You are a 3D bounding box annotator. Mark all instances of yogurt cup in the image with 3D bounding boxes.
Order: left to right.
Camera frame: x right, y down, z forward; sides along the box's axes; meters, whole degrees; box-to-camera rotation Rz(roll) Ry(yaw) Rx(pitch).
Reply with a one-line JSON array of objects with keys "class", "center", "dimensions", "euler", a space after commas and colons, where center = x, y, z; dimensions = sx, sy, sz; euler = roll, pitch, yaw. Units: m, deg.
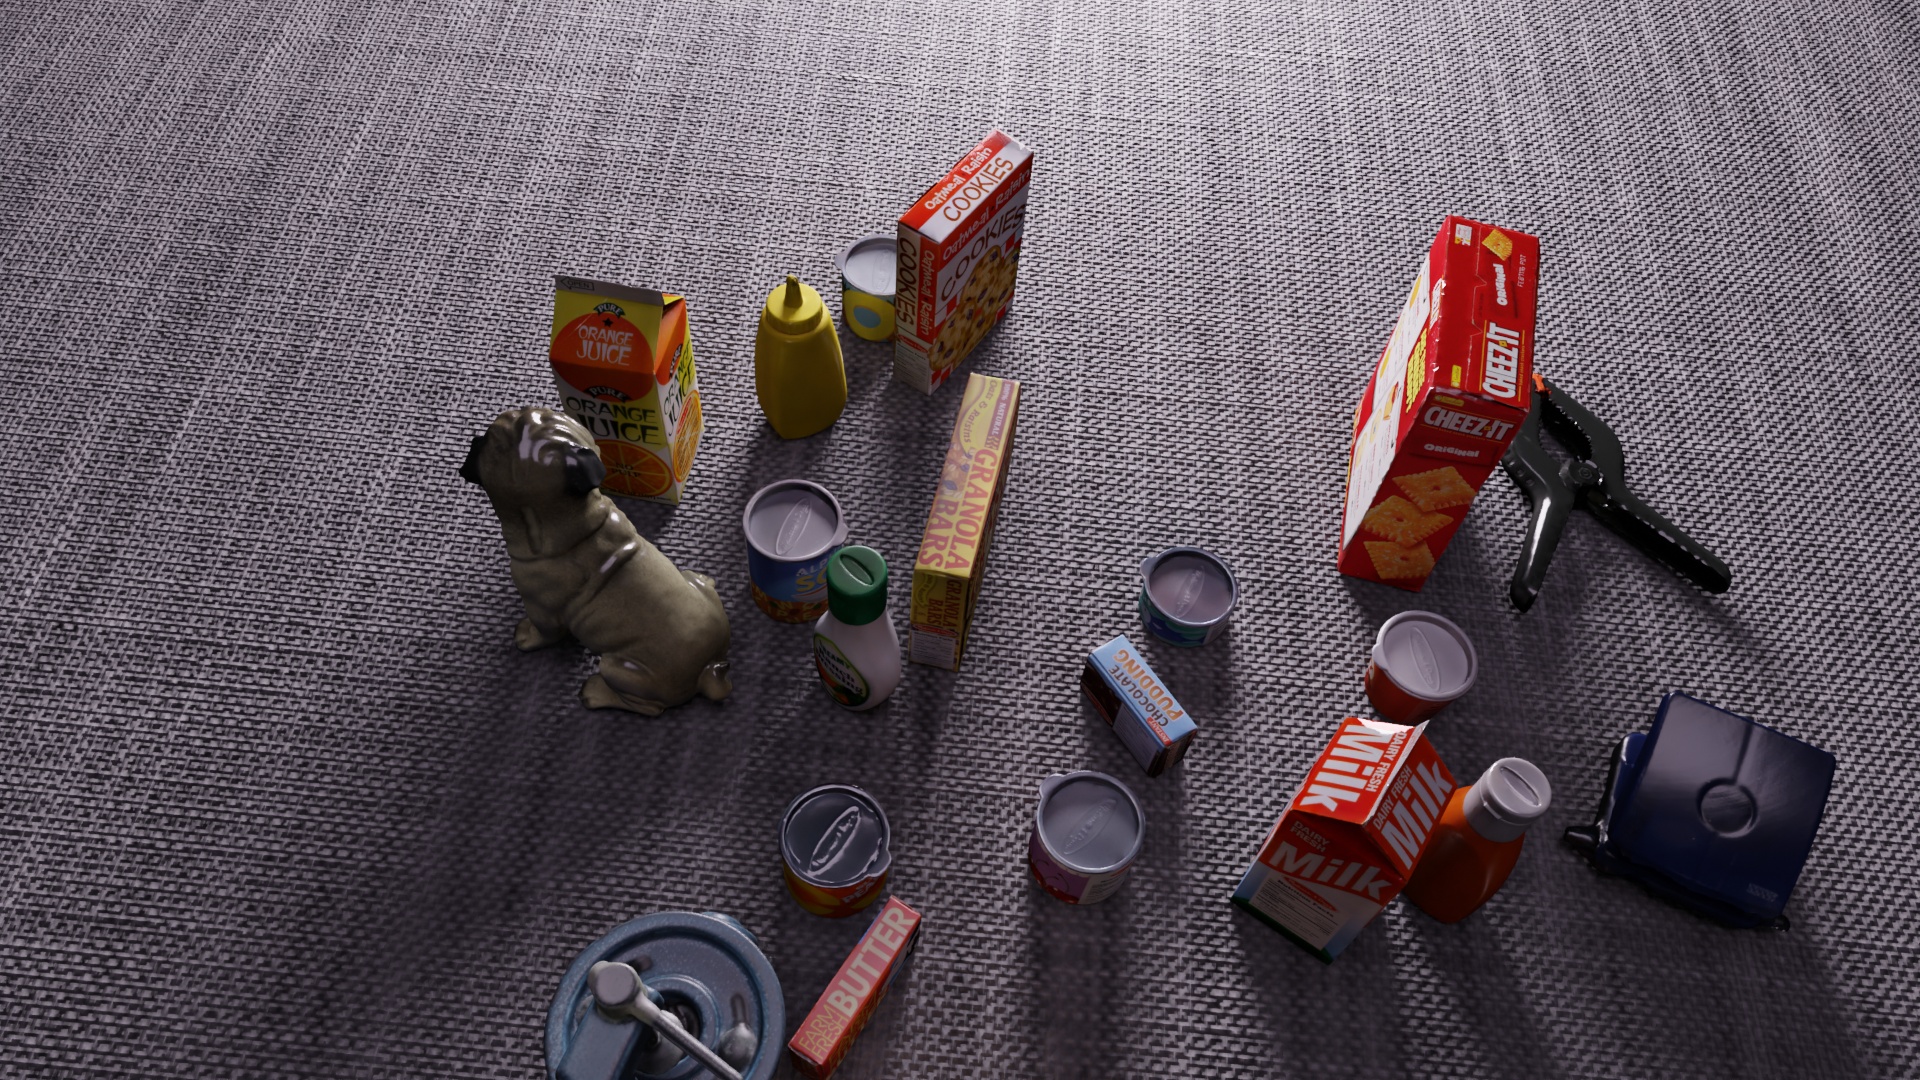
[{"class": "yogurt cup", "center": [0.310, 0.089, 0.945], "dimensions": [0.072, 0.053, 0.073], "euler": [2, 56, -3]}]

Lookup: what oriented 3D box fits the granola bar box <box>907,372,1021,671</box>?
[{"class": "granola bar box", "center": [0.003, -0.012, 0.948], "dimensions": [0.039, 0.123, 0.166], "euler": [12, 57, 4]}]

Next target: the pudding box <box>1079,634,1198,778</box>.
[{"class": "pudding box", "center": [0.116, 0.109, 0.920], "dimensions": [0.030, 0.049, 0.084], "euler": [-28, 63, -20]}]

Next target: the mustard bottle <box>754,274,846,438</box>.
[{"class": "mustard bottle", "center": [-0.117, -0.139, 1.002], "dimensions": [0.065, 0.159, 0.049], "euler": [-23, 61, -18]}]

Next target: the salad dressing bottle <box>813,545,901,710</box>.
[{"class": "salad dressing bottle", "center": [-0.066, 0.056, 0.883], "dimensions": [0.064, 0.147, 0.044], "euler": [41, 63, 21]}]

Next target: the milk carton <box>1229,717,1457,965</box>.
[{"class": "milk carton", "center": [0.224, 0.170, 0.804], "dimensions": [0.073, 0.189, 0.073], "euler": [32, 60, 16]}]

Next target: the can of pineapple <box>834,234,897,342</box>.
[{"class": "can of pineapple", "center": [-0.064, -0.201, 1.108], "dimensions": [0.071, 0.057, 0.071], "euler": [2, 56, -3]}]

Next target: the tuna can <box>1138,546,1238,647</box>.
[{"class": "tuna can", "center": [0.158, 0.039, 0.980], "dimensions": [0.071, 0.032, 0.071], "euler": [2, 56, -3]}]

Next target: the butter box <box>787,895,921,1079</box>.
[{"class": "butter box", "center": [-0.060, 0.261, 0.804], "dimensions": [0.024, 0.052, 0.104], "euler": [29, 59, 15]}]

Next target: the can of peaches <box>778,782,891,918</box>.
[{"class": "can of peaches", "center": [-0.075, 0.191, 0.847], "dimensions": [0.071, 0.057, 0.071], "euler": [2, 56, -3]}]

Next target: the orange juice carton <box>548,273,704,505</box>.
[{"class": "orange juice carton", "center": [-0.228, -0.111, 0.956], "dimensions": [0.072, 0.191, 0.073], "euler": [10, 57, 2]}]

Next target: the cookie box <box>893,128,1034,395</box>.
[{"class": "cookie box", "center": [-0.001, -0.208, 1.052], "dimensions": [0.040, 0.166, 0.123], "euler": [31, 60, 15]}]

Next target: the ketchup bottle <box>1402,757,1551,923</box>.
[{"class": "ketchup bottle", "center": [0.305, 0.177, 0.830], "dimensions": [0.044, 0.148, 0.065], "euler": [-32, 64, -22]}]

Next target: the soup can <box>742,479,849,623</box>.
[{"class": "soup can", "center": [-0.111, 0.010, 0.949], "dimensions": [0.071, 0.083, 0.072], "euler": [2, 57, -3]}]

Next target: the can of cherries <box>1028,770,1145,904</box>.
[{"class": "can of cherries", "center": [0.076, 0.183, 0.863], "dimensions": [0.071, 0.058, 0.072], "euler": [2, 56, -3]}]
